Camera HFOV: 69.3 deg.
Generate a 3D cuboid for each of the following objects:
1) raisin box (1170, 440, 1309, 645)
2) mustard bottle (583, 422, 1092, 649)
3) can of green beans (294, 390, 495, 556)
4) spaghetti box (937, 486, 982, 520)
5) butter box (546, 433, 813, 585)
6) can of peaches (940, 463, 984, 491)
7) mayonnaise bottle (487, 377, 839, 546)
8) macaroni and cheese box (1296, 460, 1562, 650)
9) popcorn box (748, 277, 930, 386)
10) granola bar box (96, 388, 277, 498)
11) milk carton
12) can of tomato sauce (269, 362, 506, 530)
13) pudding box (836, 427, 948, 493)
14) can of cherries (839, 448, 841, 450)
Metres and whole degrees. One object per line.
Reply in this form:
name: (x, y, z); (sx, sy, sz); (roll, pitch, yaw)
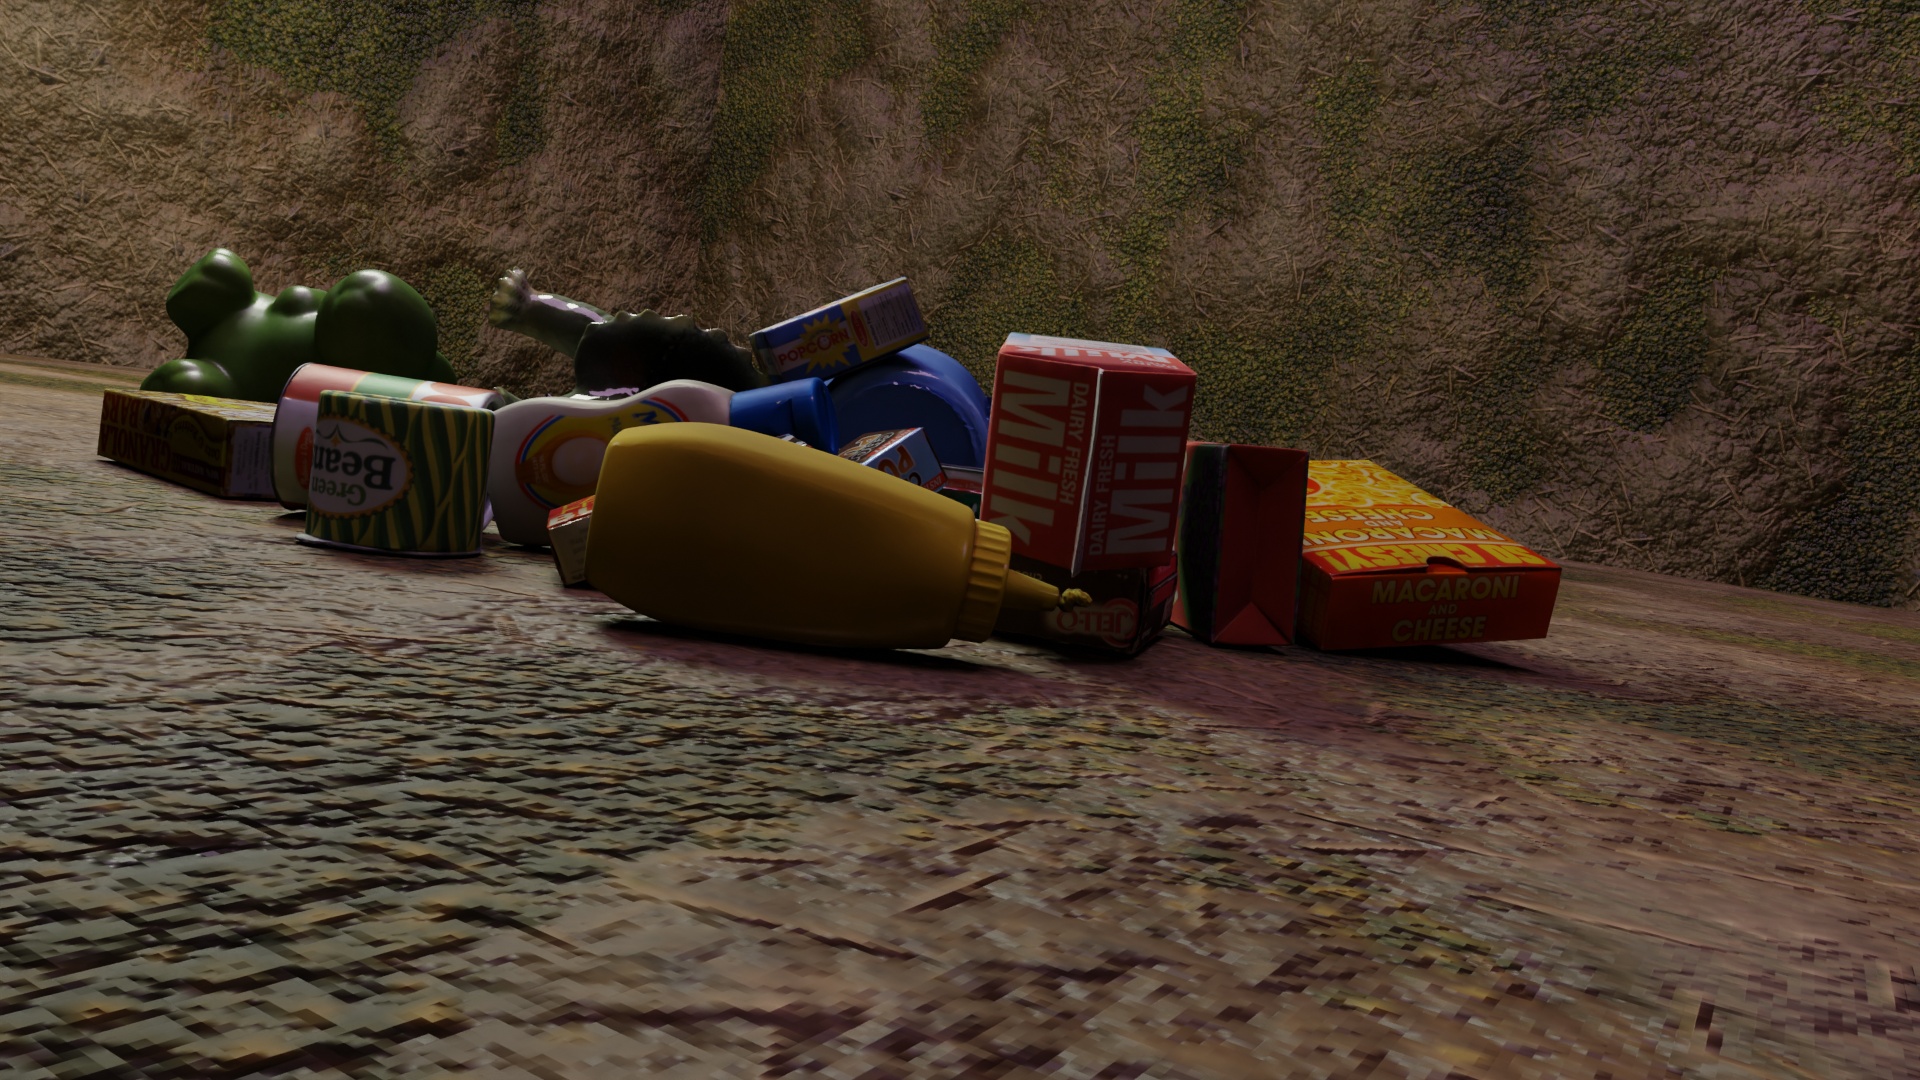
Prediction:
raisin box: (0.116, -0.002, 0.640); (0.040, 0.086, 0.123); (2, 5, -8)
mustard bottle: (-0.036, 0.006, 0.450); (0.160, 0.065, 0.049); (13, 9, -5)
can of green beans: (-0.221, -0.027, 0.550); (0.071, 0.057, 0.071); (8, 4, 0)
spaghetti box: (-0.038, -0.006, 0.648); (0.250, 0.050, 0.029); (9, 5, 14)
butter box: (-0.106, -0.014, 0.534); (0.104, 0.024, 0.053); (-19, 13, -12)
can of peaches: (0.003, -0.009, 0.714); (0.071, 0.058, 0.071); (7, 3, 0)
mayonnaise bottle: (-0.128, -0.039, 0.596); (0.148, 0.064, 0.041); (-10, -2, 9)
macaroni and cheese box: (0.194, 0.001, 0.698); (0.124, 0.040, 0.167); (-1, 20, -17)
popcorn box: (-0.073, -0.117, 0.802); (0.085, 0.038, 0.127); (-24, 11, -8)
granola bar box: (-0.355, -0.049, 0.728); (0.165, 0.039, 0.124); (12, 5, 40)
milk carton: (0.048, -0.039, 0.546); (0.073, 0.072, 0.191); (7, 11, 2)
can of tomato sauce: (-0.252, -0.041, 0.622); (0.083, 0.071, 0.071); (8, 4, -4)
pudding box: (-0.052, -0.015, 0.586); (0.084, 0.030, 0.049); (-36, 21, -29)
can of cherries: (-0.069, -0.019, 0.709); (0.071, 0.058, 0.071); (8, 4, 0)
